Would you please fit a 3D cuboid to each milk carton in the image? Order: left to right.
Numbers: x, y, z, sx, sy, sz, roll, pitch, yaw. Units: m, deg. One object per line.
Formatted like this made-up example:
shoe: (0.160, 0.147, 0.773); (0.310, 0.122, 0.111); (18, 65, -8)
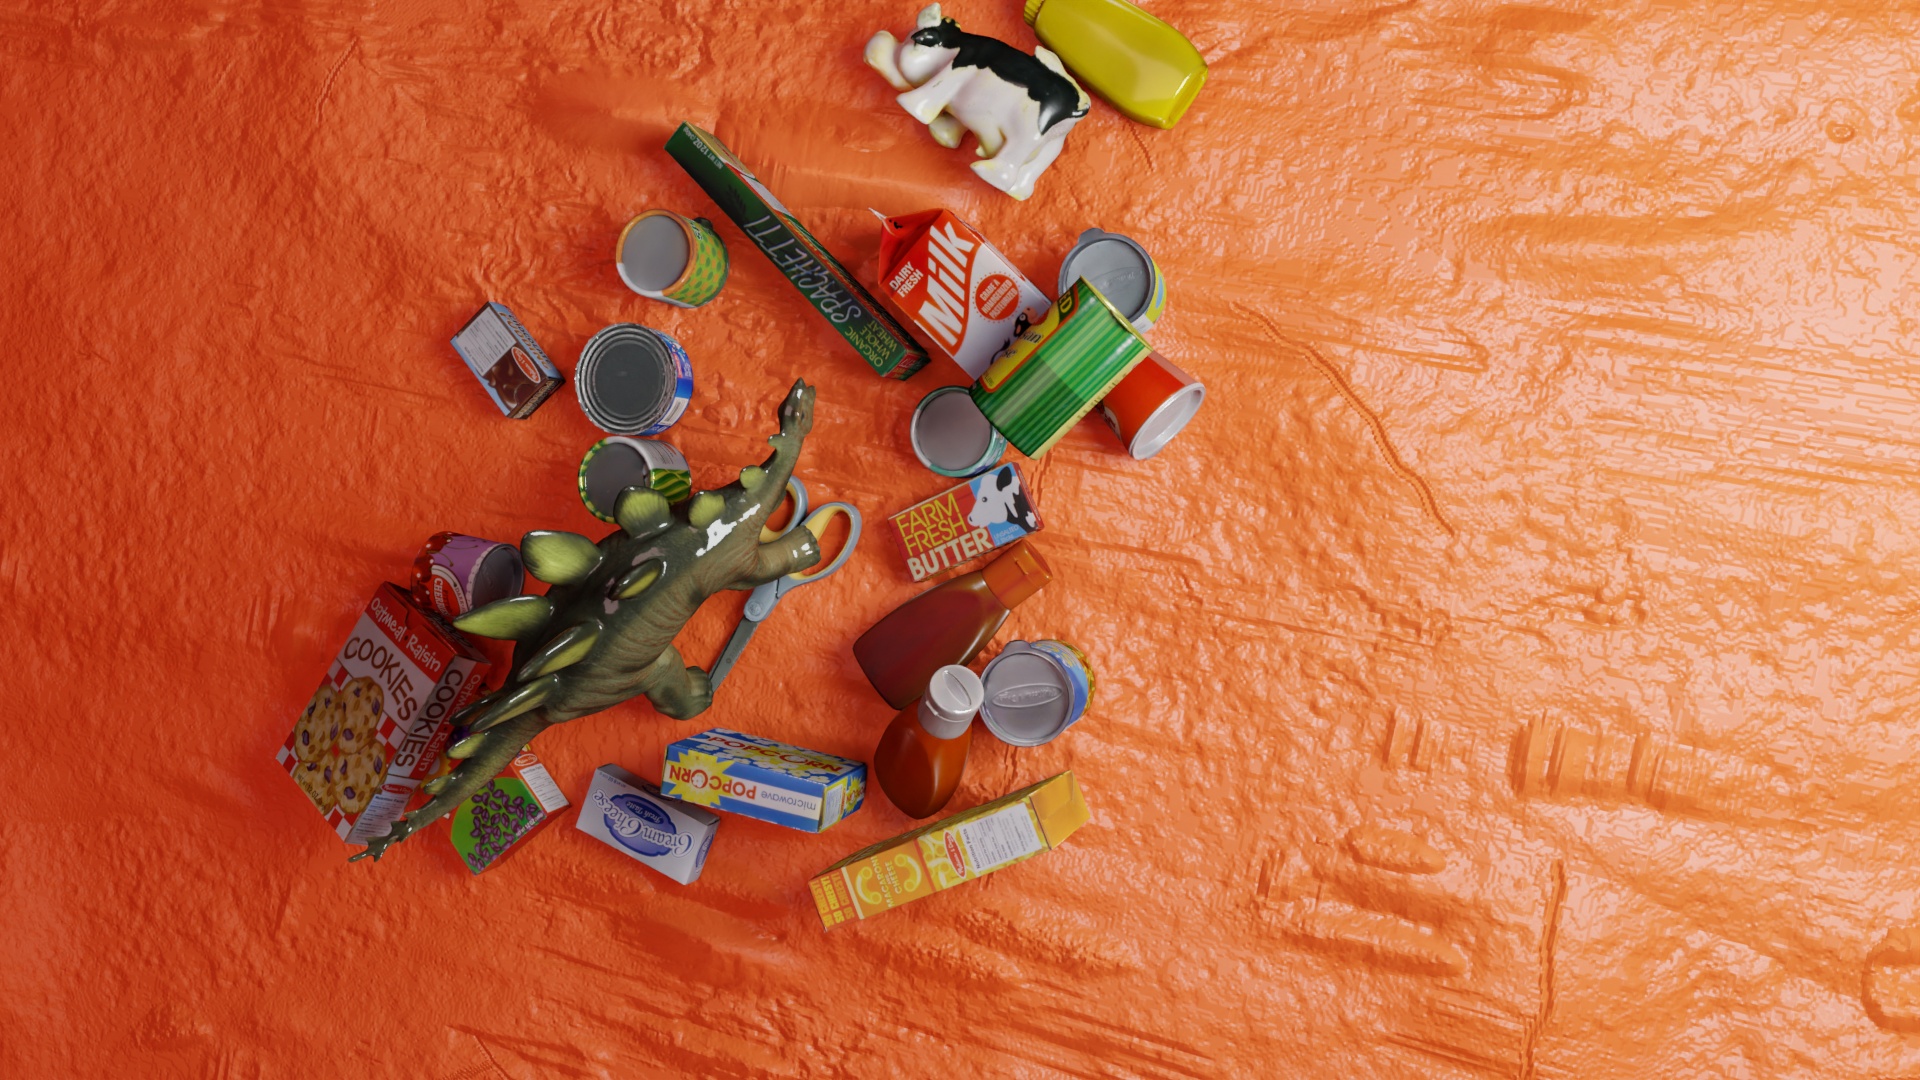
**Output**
milk carton: (0.013, -0.164, 0.968); (0.191, 0.072, 0.073); (46, 102, 11)

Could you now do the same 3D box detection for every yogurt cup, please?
yogurt cup: (0.124, -0.097, 0.943); (0.072, 0.072, 0.054); (-46, 71, 12)

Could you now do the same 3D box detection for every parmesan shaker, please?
parmesan shaker: (0.062, -0.108, 0.880); (0.103, 0.071, 0.071); (-44, 80, 12)

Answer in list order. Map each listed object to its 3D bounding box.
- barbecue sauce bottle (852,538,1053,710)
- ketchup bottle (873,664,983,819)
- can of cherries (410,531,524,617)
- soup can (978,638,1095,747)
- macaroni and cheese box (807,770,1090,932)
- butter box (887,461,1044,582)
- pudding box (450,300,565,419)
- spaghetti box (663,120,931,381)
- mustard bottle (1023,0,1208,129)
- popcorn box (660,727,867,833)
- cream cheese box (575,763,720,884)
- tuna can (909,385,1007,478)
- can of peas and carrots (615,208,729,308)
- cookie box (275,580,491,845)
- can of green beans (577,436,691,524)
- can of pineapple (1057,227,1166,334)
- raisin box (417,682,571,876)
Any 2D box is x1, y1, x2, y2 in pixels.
barbecue sauce bottle: (-0.003, 0.056, 0.990); (0.148, 0.044, 0.065); (-37, 81, 12)
ketchup bottle: (-0.020, 0.135, 0.948); (0.044, 0.148, 0.065); (-27, 68, -30)
can of cherries: (-0.386, 0.031, 1.084); (0.058, 0.071, 0.071); (11, 94, 16)
soup can: (0.053, 0.100, 0.953); (0.071, 0.084, 0.071); (0, 91, 16)
macaroni and cheese box: (-0.005, 0.210, 0.950); (0.166, 0.124, 0.040); (-23, 82, 15)
butter box: (0.004, -0.013, 0.997); (0.103, 0.024, 0.053); (-25, 83, 14)
pudding box: (-0.358, -0.141, 1.096); (0.049, 0.030, 0.084); (-41, 80, 11)
spaghetti box: (-0.120, -0.211, 1.017); (0.028, 0.050, 0.250); (-46, 79, 14)
mustard bottle: (0.093, -0.348, 0.956); (0.160, 0.049, 0.065); (40, 104, 12)
popcorn box: (-0.141, 0.172, 1.008); (0.127, 0.085, 0.038); (11, 95, 15)
cream cheese box: (-0.240, 0.218, 1.068); (0.104, 0.024, 0.053); (23, 98, 15)
tuna can: (0.001, -0.078, 0.993); (0.071, 0.033, 0.071); (0, 91, 16)
can of peas and carrots: (-0.214, -0.213, 1.040); (0.071, 0.059, 0.071); (0, 91, 16)
cookie box: (-0.453, 0.134, 1.087); (0.123, 0.040, 0.167); (31, 90, 35)
can of green beans: (-0.246, -0.045, 1.050); (0.071, 0.058, 0.071); (0, 91, 16)
can of pineapple: (0.105, -0.174, 0.949); (0.071, 0.058, 0.071); (0, 91, 16)
raisin box: (-0.380, 0.188, 1.100); (0.086, 0.040, 0.123); (-40, 81, 14)
